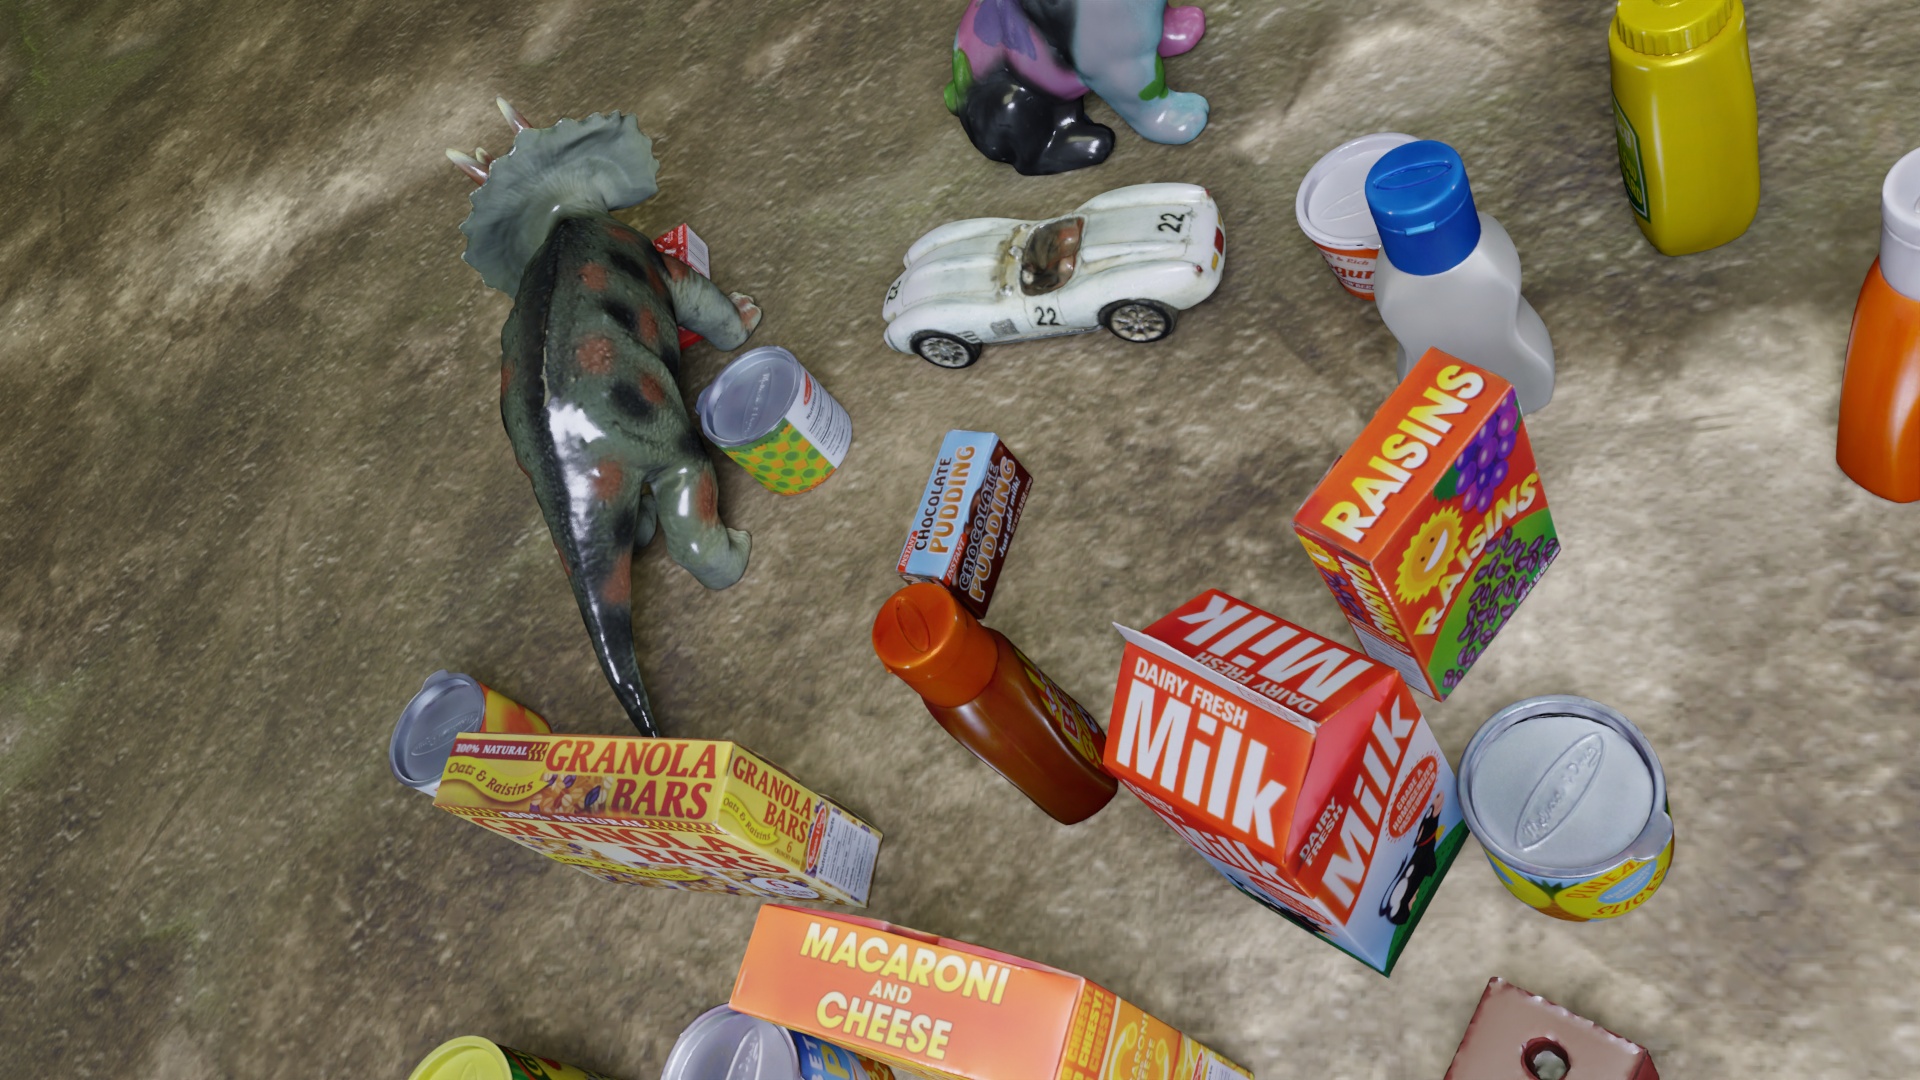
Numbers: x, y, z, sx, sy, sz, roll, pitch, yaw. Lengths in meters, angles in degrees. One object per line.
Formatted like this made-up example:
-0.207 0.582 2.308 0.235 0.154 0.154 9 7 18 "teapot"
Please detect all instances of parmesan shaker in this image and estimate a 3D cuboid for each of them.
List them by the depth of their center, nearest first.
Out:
-0.186 0.259 0.601 0.071 0.103 0.071 -15 55 23 "parmesan shaker"

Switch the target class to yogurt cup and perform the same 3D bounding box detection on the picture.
0.200 -0.152 0.664 0.072 0.053 0.073 -15 55 23 "yogurt cup"

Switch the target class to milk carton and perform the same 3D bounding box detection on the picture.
0.113 0.081 0.477 0.072 0.190 0.073 25 76 39 "milk carton"

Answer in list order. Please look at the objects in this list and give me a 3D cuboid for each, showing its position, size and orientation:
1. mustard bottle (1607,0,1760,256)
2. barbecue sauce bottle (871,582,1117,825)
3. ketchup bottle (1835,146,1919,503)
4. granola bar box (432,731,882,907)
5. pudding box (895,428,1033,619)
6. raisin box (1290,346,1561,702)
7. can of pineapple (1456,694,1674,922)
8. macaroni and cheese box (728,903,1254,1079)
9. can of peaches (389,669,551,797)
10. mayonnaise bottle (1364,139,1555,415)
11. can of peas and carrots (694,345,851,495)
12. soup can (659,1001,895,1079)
0.290 -0.184 0.560 0.049 0.160 0.065 -18 54 21 "mustard bottle"
0.015 0.066 0.573 0.043 0.148 0.065 -36 49 7 "barbecue sauce bottle"
0.332 -0.073 0.471 0.064 0.148 0.044 -41 49 3 "ketchup bottle"
-0.138 0.128 0.642 0.165 0.124 0.039 -3 60 30 "granola bar box"
0.002 -0.009 0.694 0.030 0.049 0.084 5 64 33 "pudding box"
0.182 -0.003 0.534 0.086 0.123 0.040 -50 49 -5 "raisin box"
0.217 0.097 0.493 0.071 0.057 0.071 -15 55 23 "can of pineapple"
0.017 0.176 0.490 0.123 0.166 0.040 3 63 32 "macaroni and cheese box"
-0.272 0.113 0.775 0.071 0.058 0.071 -15 55 23 "can of peaches"
0.201 -0.101 0.568 0.064 0.147 0.041 -9 57 27 "mayonnaise bottle"
-0.106 -0.067 0.790 0.071 0.058 0.071 -15 55 23 "can of peas and carrots"
-0.069 0.230 0.562 0.071 0.083 0.071 -15 55 23 "soup can"
